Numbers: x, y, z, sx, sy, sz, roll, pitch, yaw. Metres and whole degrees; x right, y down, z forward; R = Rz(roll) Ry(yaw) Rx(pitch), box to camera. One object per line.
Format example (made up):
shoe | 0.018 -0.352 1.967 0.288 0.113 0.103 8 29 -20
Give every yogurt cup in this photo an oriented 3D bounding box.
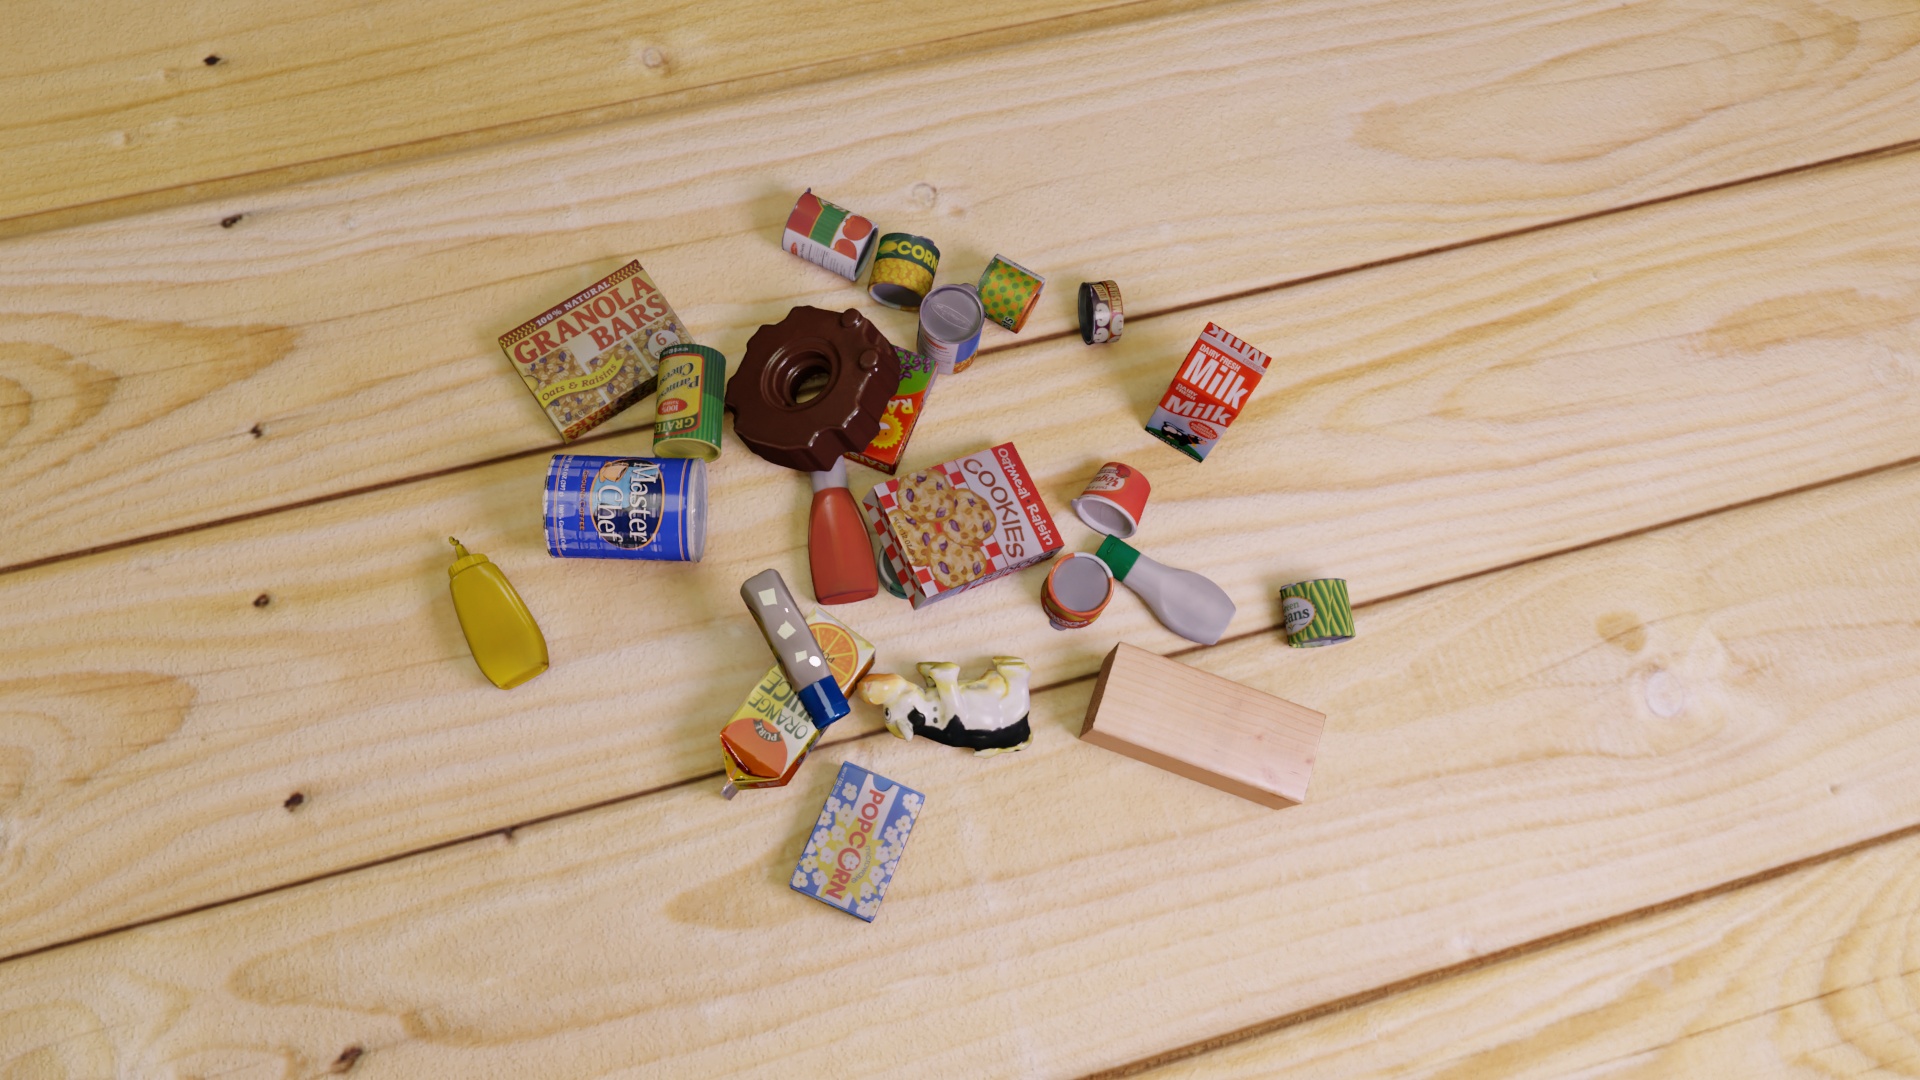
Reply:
yogurt cup | 0.157 -0.042 1.402 0.072 0.072 0.054 29 66 4

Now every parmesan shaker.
parmesan shaker | -0.269 -0.134 1.366 0.071 0.071 0.103 0 71 -4

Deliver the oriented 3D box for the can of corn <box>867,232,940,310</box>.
can of corn | -0.058 -0.281 1.451 0.071 0.071 0.058 13 75 0

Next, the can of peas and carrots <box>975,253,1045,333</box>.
can of peas and carrots | 0.048 -0.256 1.455 0.059 0.070 0.071 28 74 4

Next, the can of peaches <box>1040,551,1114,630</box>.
can of peaches | 0.114 0.051 1.374 0.071 0.058 0.071 1 74 -4

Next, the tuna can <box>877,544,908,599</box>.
tuna can | -0.047 0.024 1.383 0.071 0.032 0.071 1 74 -3

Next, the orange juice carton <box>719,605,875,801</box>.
orange juice carton | -0.163 0.164 1.313 0.073 0.071 0.193 34 74 6

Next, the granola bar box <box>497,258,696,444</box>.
granola bar box | -0.366 -0.194 1.419 0.166 0.039 0.124 -34 79 -13

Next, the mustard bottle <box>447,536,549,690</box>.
mustard bottle | -0.452 0.063 1.333 0.065 0.048 0.160 -27 77 -12

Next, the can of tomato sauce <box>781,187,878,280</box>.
can of tomato sauce | -0.135 -0.321 1.459 0.083 0.071 0.071 25 74 2

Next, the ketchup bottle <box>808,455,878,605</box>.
ketchup bottle | -0.123 -0.013 1.382 0.065 0.043 0.149 -9 75 -5

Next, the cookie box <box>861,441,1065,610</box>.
cookie box | 0.005 -0.017 1.369 0.168 0.040 0.123 -20 76 -29

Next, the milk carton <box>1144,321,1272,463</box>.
milk carton | 0.247 -0.151 1.374 0.072 0.190 0.073 31 75 5

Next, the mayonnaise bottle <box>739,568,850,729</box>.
mayonnaise bottle | -0.150 0.099 1.264 0.041 0.064 0.148 -27 80 -12

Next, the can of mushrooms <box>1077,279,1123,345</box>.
can of mushrooms | 0.147 -0.241 1.455 0.033 0.071 0.071 -6 75 -8

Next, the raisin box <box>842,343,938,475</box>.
raisin box | -0.085 -0.139 1.424 0.086 0.040 0.124 21 73 2

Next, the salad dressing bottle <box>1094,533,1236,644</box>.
salad dressing bottle | 0.202 0.047 1.390 0.148 0.044 0.064 33 75 7

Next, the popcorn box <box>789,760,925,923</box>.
popcorn box | -0.096 0.282 1.301 0.085 0.038 0.127 23 74 4

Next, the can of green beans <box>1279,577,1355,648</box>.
can of green beans | 0.355 0.073 1.381 0.071 0.071 0.058 -5 75 -5

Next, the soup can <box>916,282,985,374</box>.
soup can | -0.010 -0.218 1.430 0.071 0.083 0.071 1 74 -4
